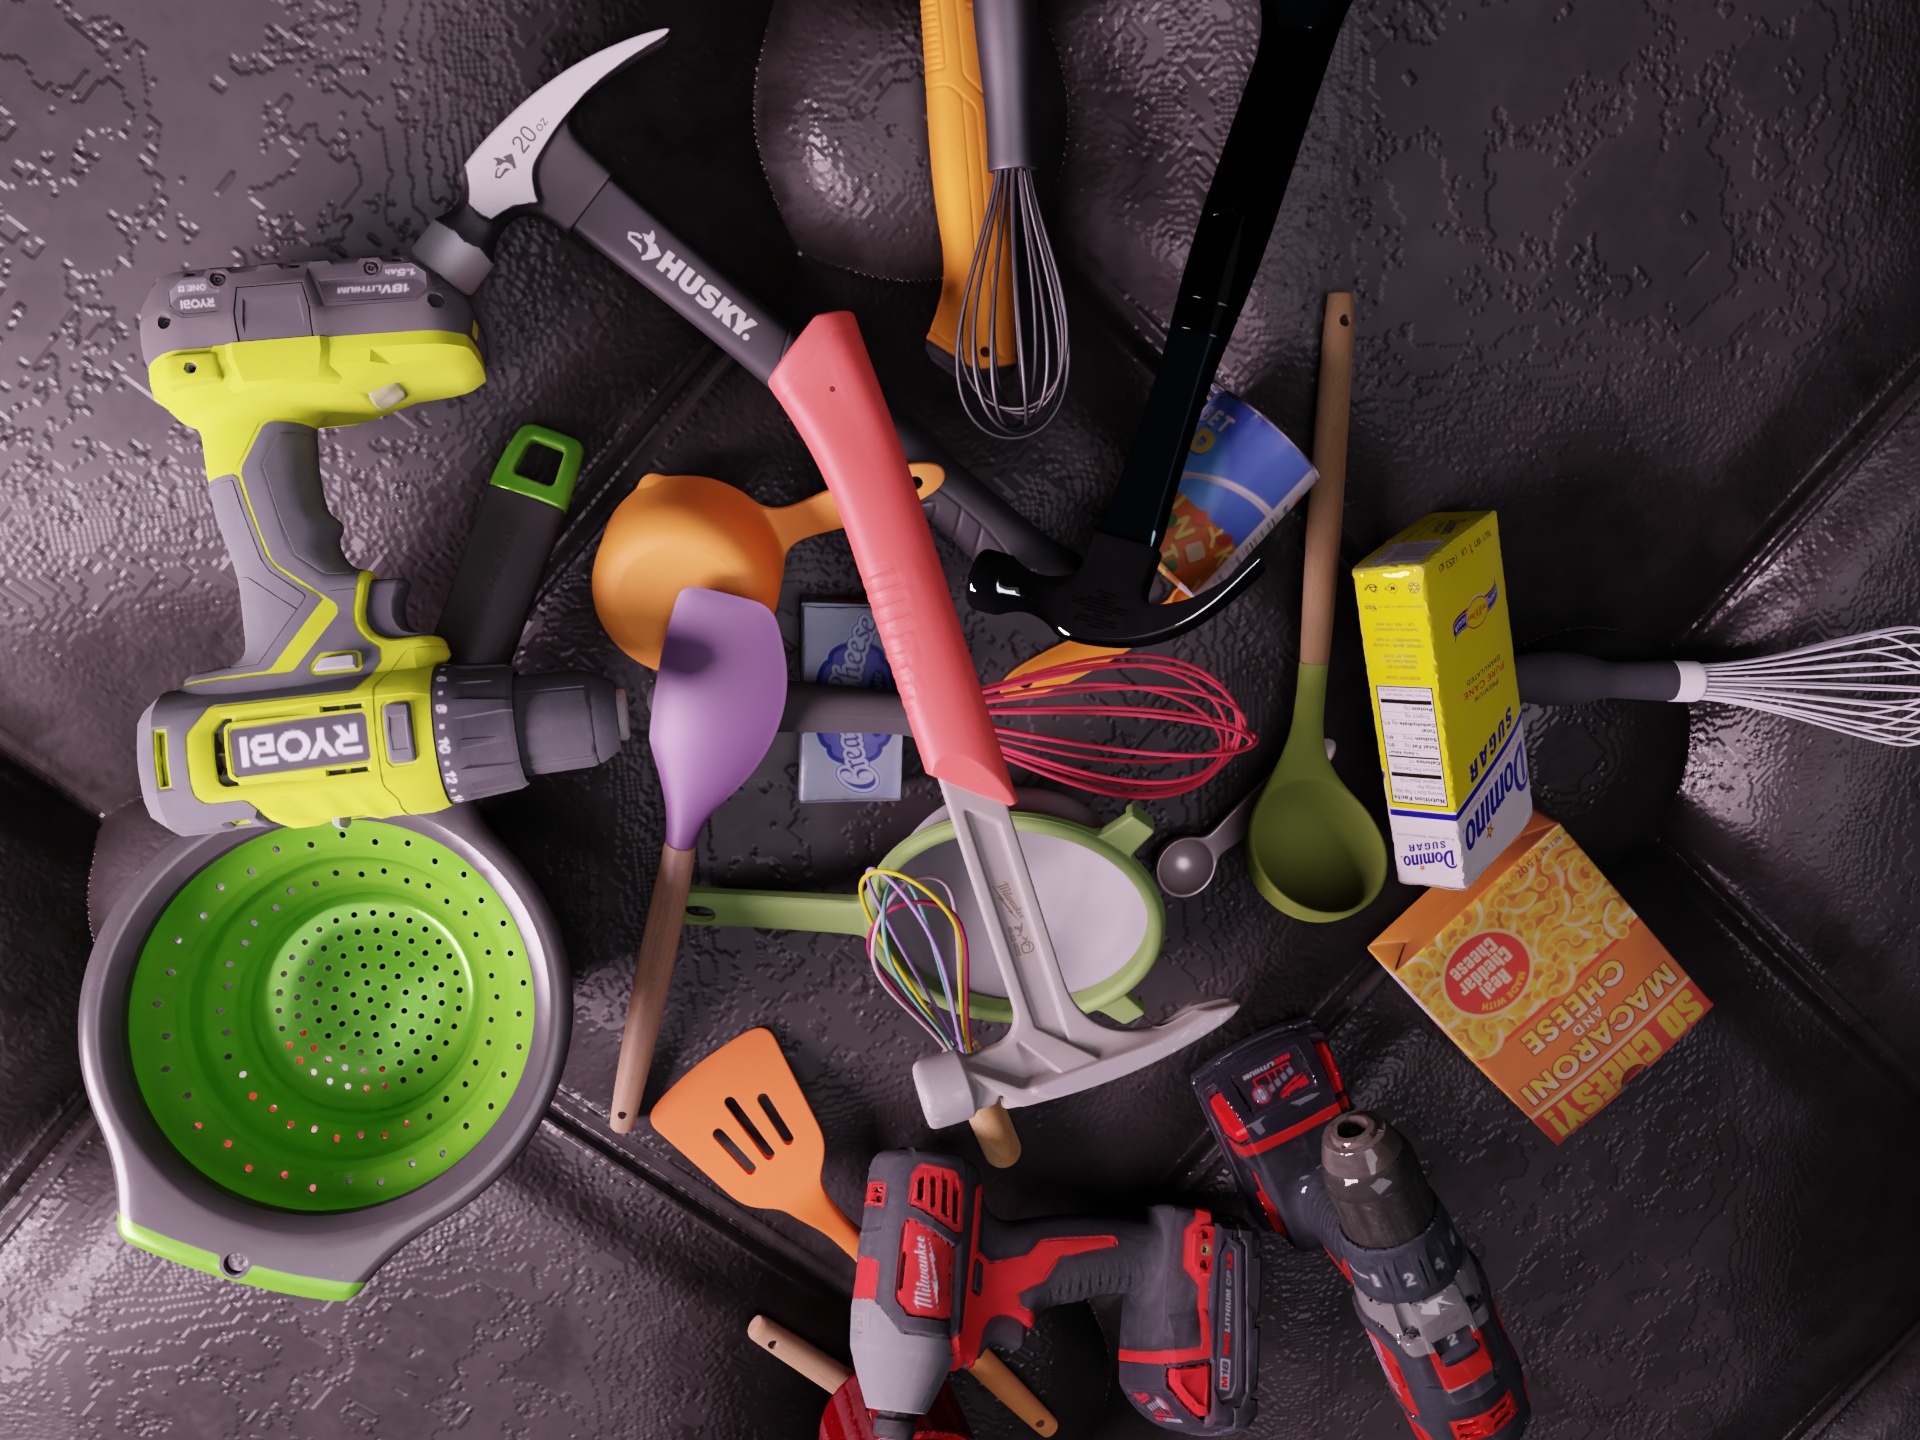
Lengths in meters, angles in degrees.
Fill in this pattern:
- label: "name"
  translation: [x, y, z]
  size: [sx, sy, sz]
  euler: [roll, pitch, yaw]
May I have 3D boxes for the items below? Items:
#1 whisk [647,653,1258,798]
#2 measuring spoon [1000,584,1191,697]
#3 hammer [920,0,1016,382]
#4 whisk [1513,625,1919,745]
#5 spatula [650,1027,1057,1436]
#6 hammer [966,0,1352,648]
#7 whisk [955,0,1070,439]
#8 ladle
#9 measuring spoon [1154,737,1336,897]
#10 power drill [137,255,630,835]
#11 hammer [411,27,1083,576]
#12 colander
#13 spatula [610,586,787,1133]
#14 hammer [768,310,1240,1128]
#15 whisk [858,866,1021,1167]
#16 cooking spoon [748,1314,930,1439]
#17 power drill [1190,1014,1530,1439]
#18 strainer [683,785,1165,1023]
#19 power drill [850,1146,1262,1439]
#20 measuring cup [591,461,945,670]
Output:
- label: "whisk"
  translation: [-0.001, -0.002, 0.765]
  size: [0.296, 0.073, 0.073]
  euler: [3, 105, -5]
- label: "measuring spoon"
  translation: [0.073, -0.041, 0.824]
  size: [0.117, 0.011, 0.021]
  euler: [-26, 109, 1]
- label: "hammer"
  translation: [0.005, -0.324, 0.715]
  size: [0.127, 0.034, 0.336]
  euler: [-7, 107, -8]
- label: "whisk"
  translation: [0.428, -0.021, 0.877]
  size: [0.284, 0.070, 0.070]
  euler: [1, 106, -6]
- label: "spatula"
  translation: [-0.042, 0.304, 0.893]
  size: [0.081, 0.041, 0.322]
  euler: [-39, 113, 1]
- label: "hammer"
  translation: [0.113, -0.191, 0.738]
  size: [0.128, 0.033, 0.331]
  euler: [18, 90, 14]
- label: "whisk"
  translation: [0.020, -0.244, 0.701]
  size: [0.055, 0.055, 0.239]
  euler: [-5, 103, -10]
- label: "ladle"
  translation: [0.188, -0.054, 0.811]
  size: [0.078, 0.062, 0.320]
  euler: [-1, 101, -17]
- label: "measuring spoon"
  translation: [0.154, 0.049, 0.864]
  size: [0.124, 0.018, 0.034]
  euler: [-39, 112, -6]
- label: "power drill"
  translation: [-0.247, -0.071, 0.674]
  size: [0.190, 0.080, 0.228]
  euler: [-7, 86, -9]
- label: "hammer"
  translation: [-0.072, -0.167, 0.744]
  size: [0.334, 0.035, 0.146]
  euler: [37, 97, -18]
- label: "colander"
  translation: [-0.256, 0.055, 0.745]
  size: [0.204, 0.094, 0.397]
  euler: [19, 81, -7]
- label: "spatula"
  translation: [-0.138, 0.081, 0.774]
  size: [0.059, 0.018, 0.315]
  euler: [15, 117, -4]
- label: "hammer"
  translation: [0.003, -0.008, 0.710]
  size: [0.149, 0.037, 0.359]
  euler: [-18, 92, -7]
- label: "whisk"
  translation: [-0.002, 0.158, 0.807]
  size: [0.047, 0.051, 0.244]
  euler: [-12, 132, 8]
- label: "cooking spoon"
  translation: [-0.001, 0.435, 0.939]
  size: [0.318, 0.017, 0.069]
  euler: [41, 98, -19]
- label: "power drill"
  translation: [0.195, 0.238, 0.810]
  size: [0.080, 0.227, 0.187]
  euler: [-26, 109, -3]
- label: "strainer"
  translation: [-0.024, 0.081, 0.817]
  size: [0.256, 0.069, 0.151]
  euler: [2, 131, 6]
- label: "power drill"
  translation: [0.047, 0.317, 0.852]
  size: [0.219, 0.078, 0.143]
  euler: [15, 65, -18]
- label: "measuring cup"
  translation: [-0.088, -0.078, 0.734]
  size: [0.173, 0.052, 0.095]
  euler: [-18, 119, 11]
